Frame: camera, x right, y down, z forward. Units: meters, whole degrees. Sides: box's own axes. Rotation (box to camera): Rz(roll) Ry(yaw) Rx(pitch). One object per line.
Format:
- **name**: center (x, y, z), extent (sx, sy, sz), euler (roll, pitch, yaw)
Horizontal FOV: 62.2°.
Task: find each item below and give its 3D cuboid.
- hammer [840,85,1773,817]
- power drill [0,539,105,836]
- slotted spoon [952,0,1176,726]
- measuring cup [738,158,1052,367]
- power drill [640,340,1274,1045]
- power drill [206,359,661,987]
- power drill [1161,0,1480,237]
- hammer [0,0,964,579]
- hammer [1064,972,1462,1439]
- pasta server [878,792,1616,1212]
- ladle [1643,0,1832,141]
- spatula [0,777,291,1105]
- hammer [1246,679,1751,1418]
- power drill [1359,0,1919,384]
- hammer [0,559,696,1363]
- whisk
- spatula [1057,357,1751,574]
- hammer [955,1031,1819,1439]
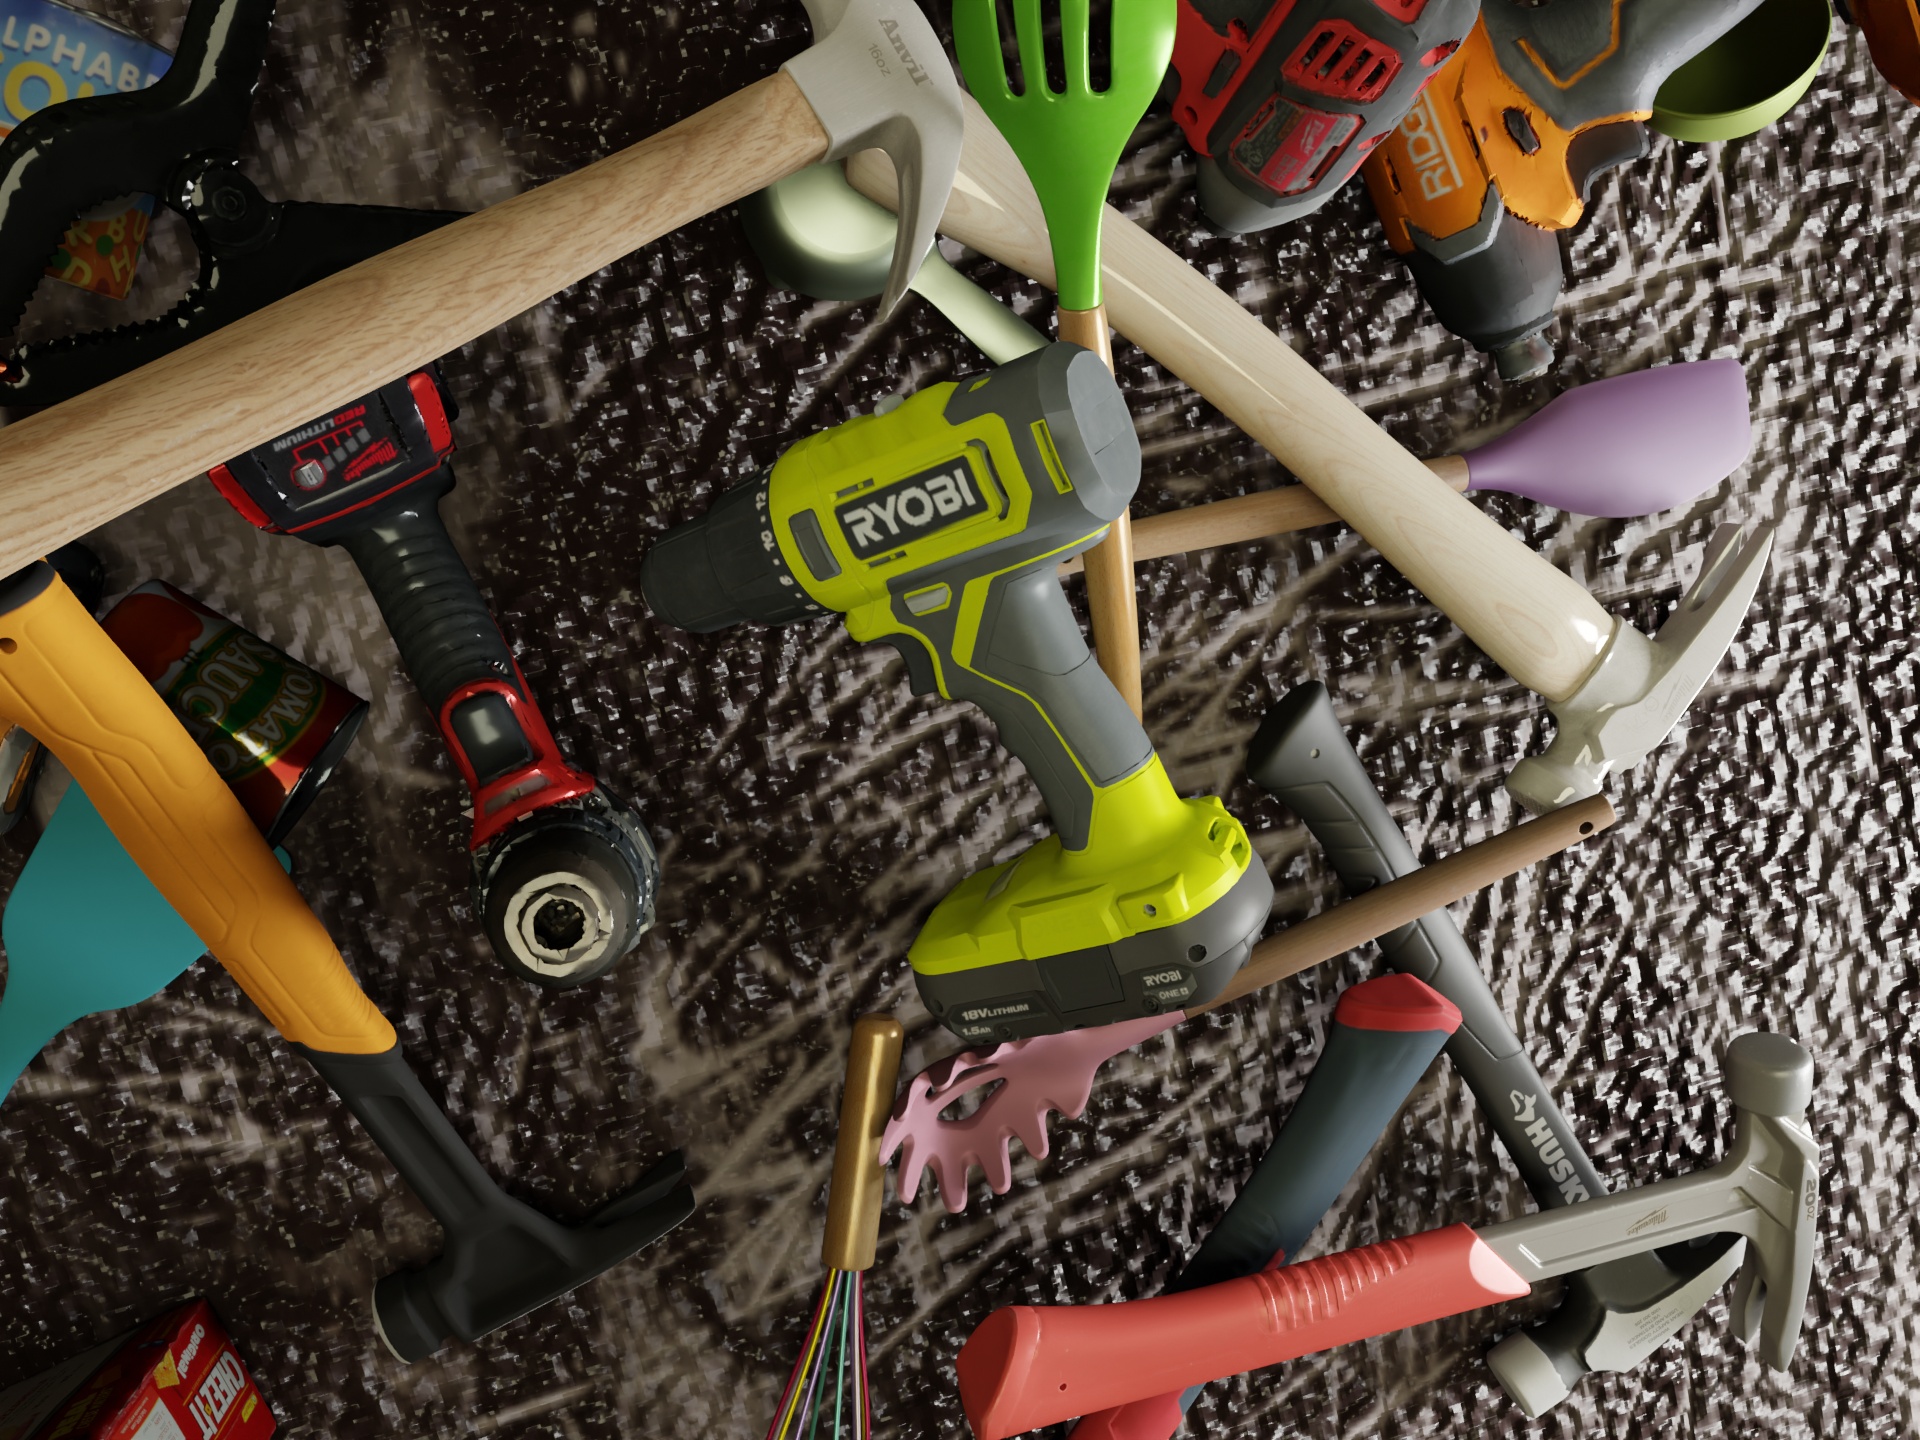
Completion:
- **hammer**: center (0.133, -0.122, 0.601), extent (0.410, 0.038, 0.146), euler (34, 92, -17)
- **power drill**: center (-0.332, -0.027, 0.464), extent (0.084, 0.226, 0.185), euler (20, 94, -11)
- **slotted spoon**: center (0.046, -0.120, 0.551), extent (0.070, 0.031, 0.313), euler (2, 127, 16)
- **measuring cup**: center (-0.009, -0.168, 0.593), extent (0.167, 0.038, 0.083), euler (38, 90, -10)
- **power drill**: center (-0.001, -0.002, 0.576), extent (0.190, 0.080, 0.228), euler (-17, 106, 28)
- **power drill**: center (-0.165, -0.018, 0.516), extent (0.080, 0.188, 0.226), euler (-27, 97, -11)
- **power drill**: center (0.051, -0.254, 0.542), extent (0.219, 0.143, 0.078), euler (31, 69, -5)
- **hammer**: center (-0.139, -0.129, 0.464), extent (0.331, 0.031, 0.130), euler (-34, 92, -19)
- **hammer**: center (0.094, 0.275, 0.652), extent (0.143, 0.038, 0.386), euler (32, 97, -13)
- **pasta server**: center (0.113, 0.104, 0.624), extent (0.316, 0.040, 0.060), euler (-25, 116, 2)
- **ladle**: center (0.220, -0.360, 0.599), extent (0.078, 0.062, 0.320), euler (-36, 99, 6)
- **spatula**: center (-0.371, 0.160, 0.588), extent (0.082, 0.044, 0.317), euler (35, 95, -12)
- **hammer**: center (0.222, 0.128, 0.673), extent (0.146, 0.035, 0.334), euler (-33, 101, -3)
- **power drill**: center (0.256, -0.229, 0.566), extent (0.226, 0.084, 0.164), euler (-18, 102, 31)
- **hammer**: center (-0.213, 0.088, 0.536), extent (0.127, 0.034, 0.336), euler (-26, 123, -6)
- **whisk**: center (-0.051, 0.239, 0.639), extent (0.047, 0.051, 0.245), euler (8, 93, -4)
- **spatula**: center (0.179, -0.093, 0.645), extent (0.316, 0.018, 0.059), euler (-12, 101, -8)
- **hammer**: center (0.175, 0.225, 0.618), extent (0.359, 0.037, 0.149), euler (-9, 108, -14)
